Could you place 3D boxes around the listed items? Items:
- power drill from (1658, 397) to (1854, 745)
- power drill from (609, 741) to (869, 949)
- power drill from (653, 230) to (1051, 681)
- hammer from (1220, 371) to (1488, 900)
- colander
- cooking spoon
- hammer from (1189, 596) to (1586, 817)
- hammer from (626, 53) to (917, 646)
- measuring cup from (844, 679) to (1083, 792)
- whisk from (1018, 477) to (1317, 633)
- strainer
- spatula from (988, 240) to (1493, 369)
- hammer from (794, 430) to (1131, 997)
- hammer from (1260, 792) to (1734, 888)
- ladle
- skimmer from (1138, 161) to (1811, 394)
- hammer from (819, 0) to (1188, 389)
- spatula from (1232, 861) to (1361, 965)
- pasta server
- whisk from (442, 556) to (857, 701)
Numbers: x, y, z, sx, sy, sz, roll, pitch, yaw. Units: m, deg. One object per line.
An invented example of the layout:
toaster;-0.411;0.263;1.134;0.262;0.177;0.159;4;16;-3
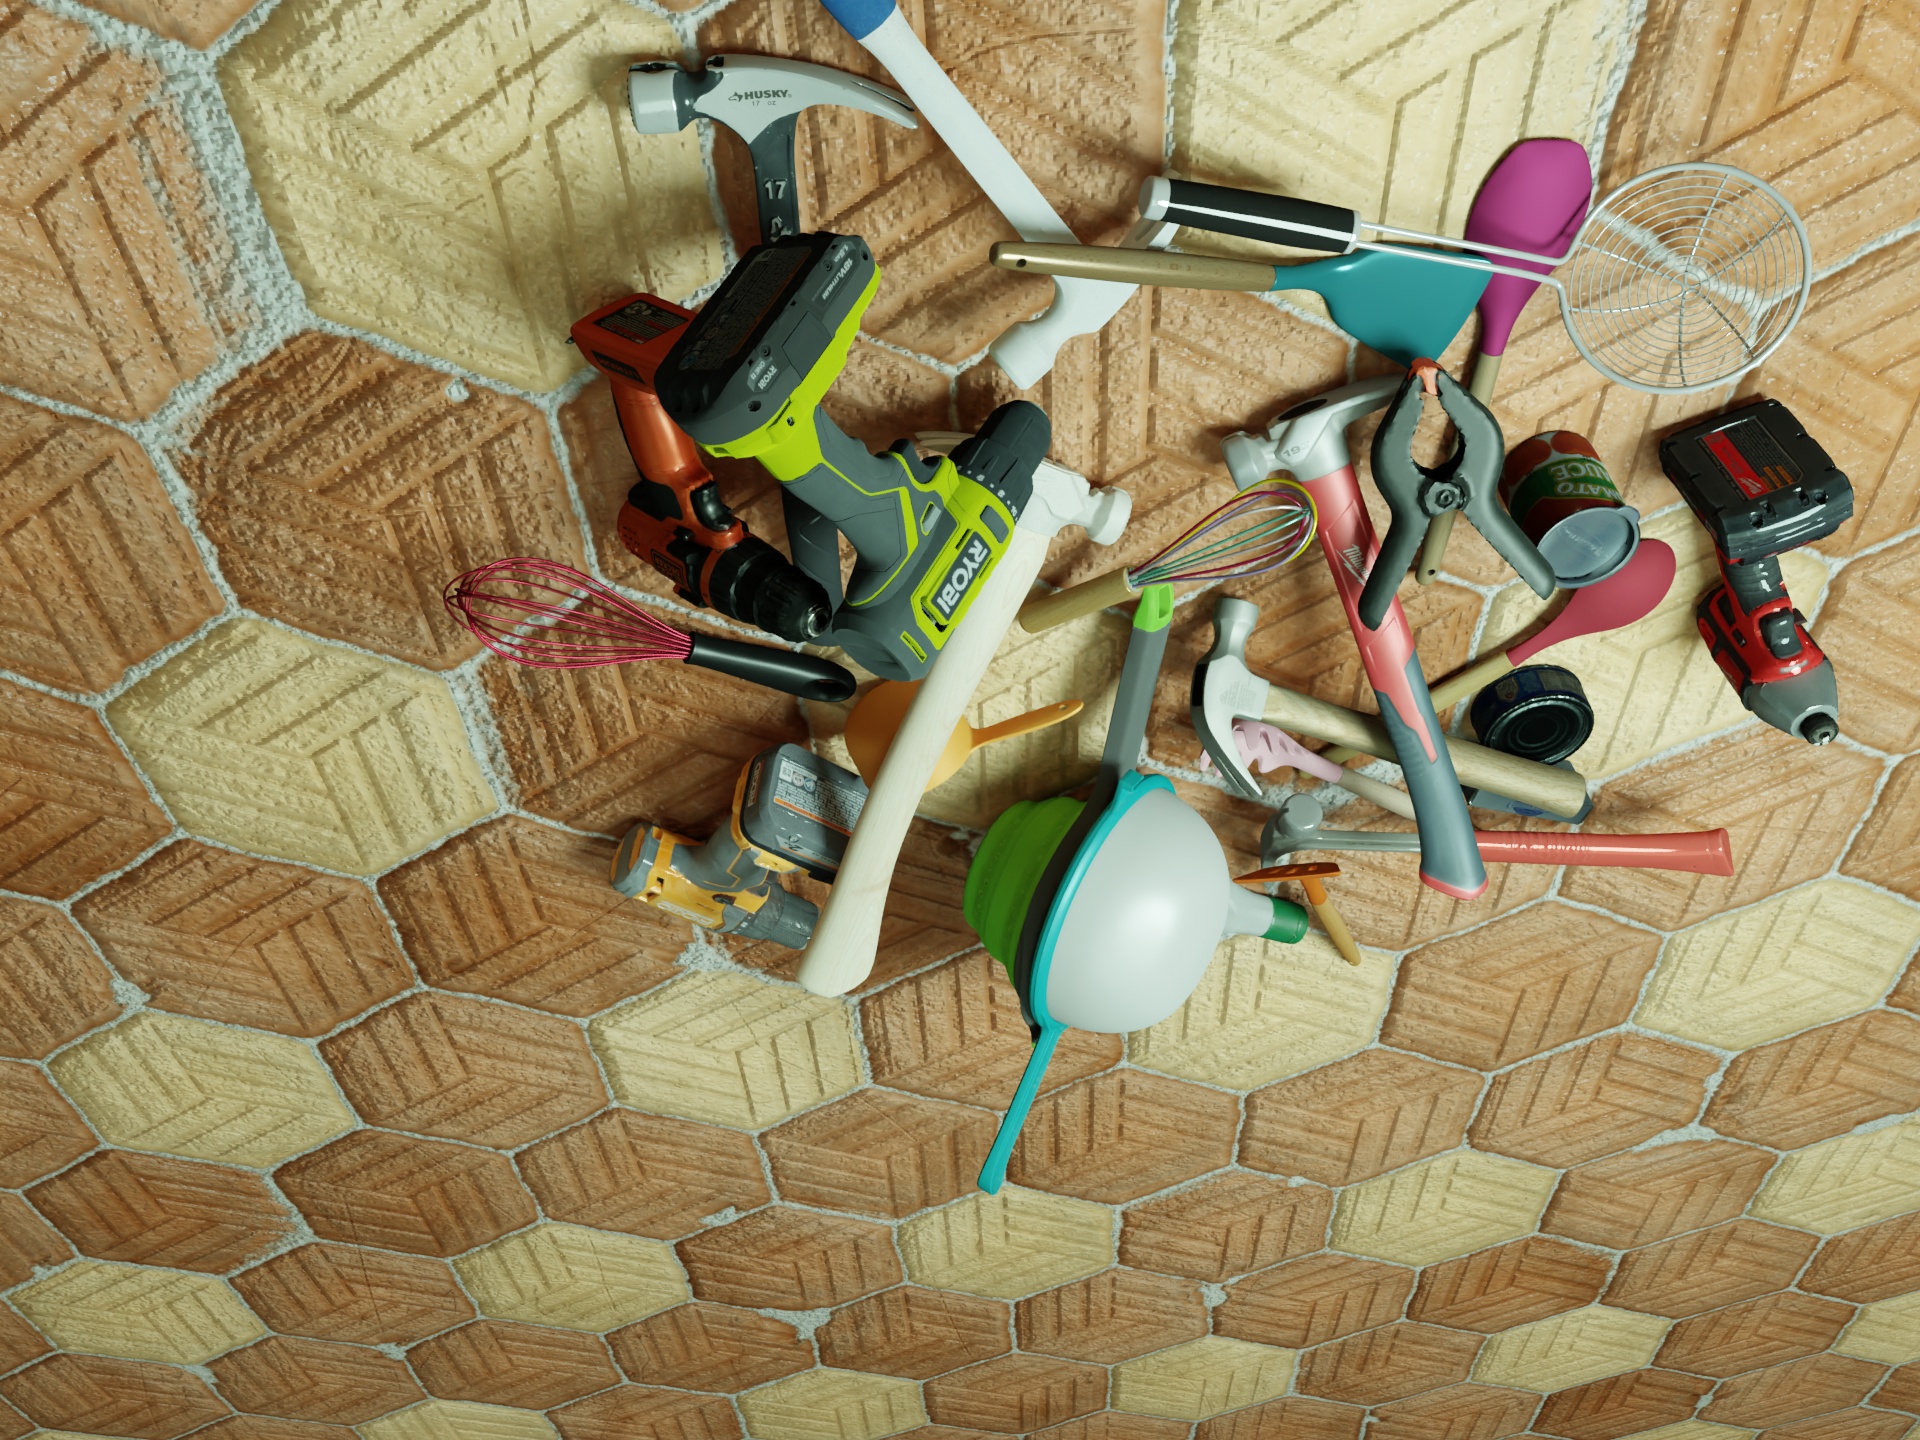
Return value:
power drill;0.535;-0.089;1.056;0.078;0.143;0.219;-21;131;13
power drill;-0.141;0.112;1.230;0.185;0.084;0.226;28;142;-29
power drill;-0.045;-0.159;0.893;0.080;0.191;0.228;12;153;45
hammer;0.306;-0.043;1.072;0.143;0.038;0.386;-20;115;13
colander;0.079;0.058;1.202;0.094;0.204;0.396;24;122;24
cooking spoon;0.328;-0.210;1.000;0.068;0.017;0.318;-1;135;-3
hammer;0.316;0.018;1.158;0.331;0.130;0.031;16;175;-18
hammer;-0.095;-0.200;0.965;0.149;0.036;0.408;-4;136;-2
measuring cup;-0.002;-0.004;1.130;0.173;0.095;0.052;-17;126;18
whisk;0.130;-0.102;1.039;0.245;0.051;0.047;-19;113;43
strainer;0.118;0.211;1.187;0.095;0.340;0.210;23;177;24
spatula;0.159;-0.246;0.895;0.317;0.044;0.082;-5;142;-29
hammer;-0.034;0.008;1.075;0.146;0.038;0.410;18;109;-17
hammer;0.421;0.103;1.257;0.359;0.037;0.149;2;156;3
ladle;0.385;-0.034;1.183;0.315;0.031;0.069;-34;130;29
skimmer;0.280;-0.259;0.863;0.363;0.090;0.127;5;101;-15
hammer;-0.031;-0.341;0.784;0.144;0.035;0.405;-41;130;10
spatula;0.298;0.162;1.310;0.081;0.041;0.322;-7;154;21
pasta server;0.311;0.057;1.238;0.316;0.040;0.060;22;150;-29
whisk;-0.205;-0.054;1.092;0.295;0.073;0.073;13;133;-27
